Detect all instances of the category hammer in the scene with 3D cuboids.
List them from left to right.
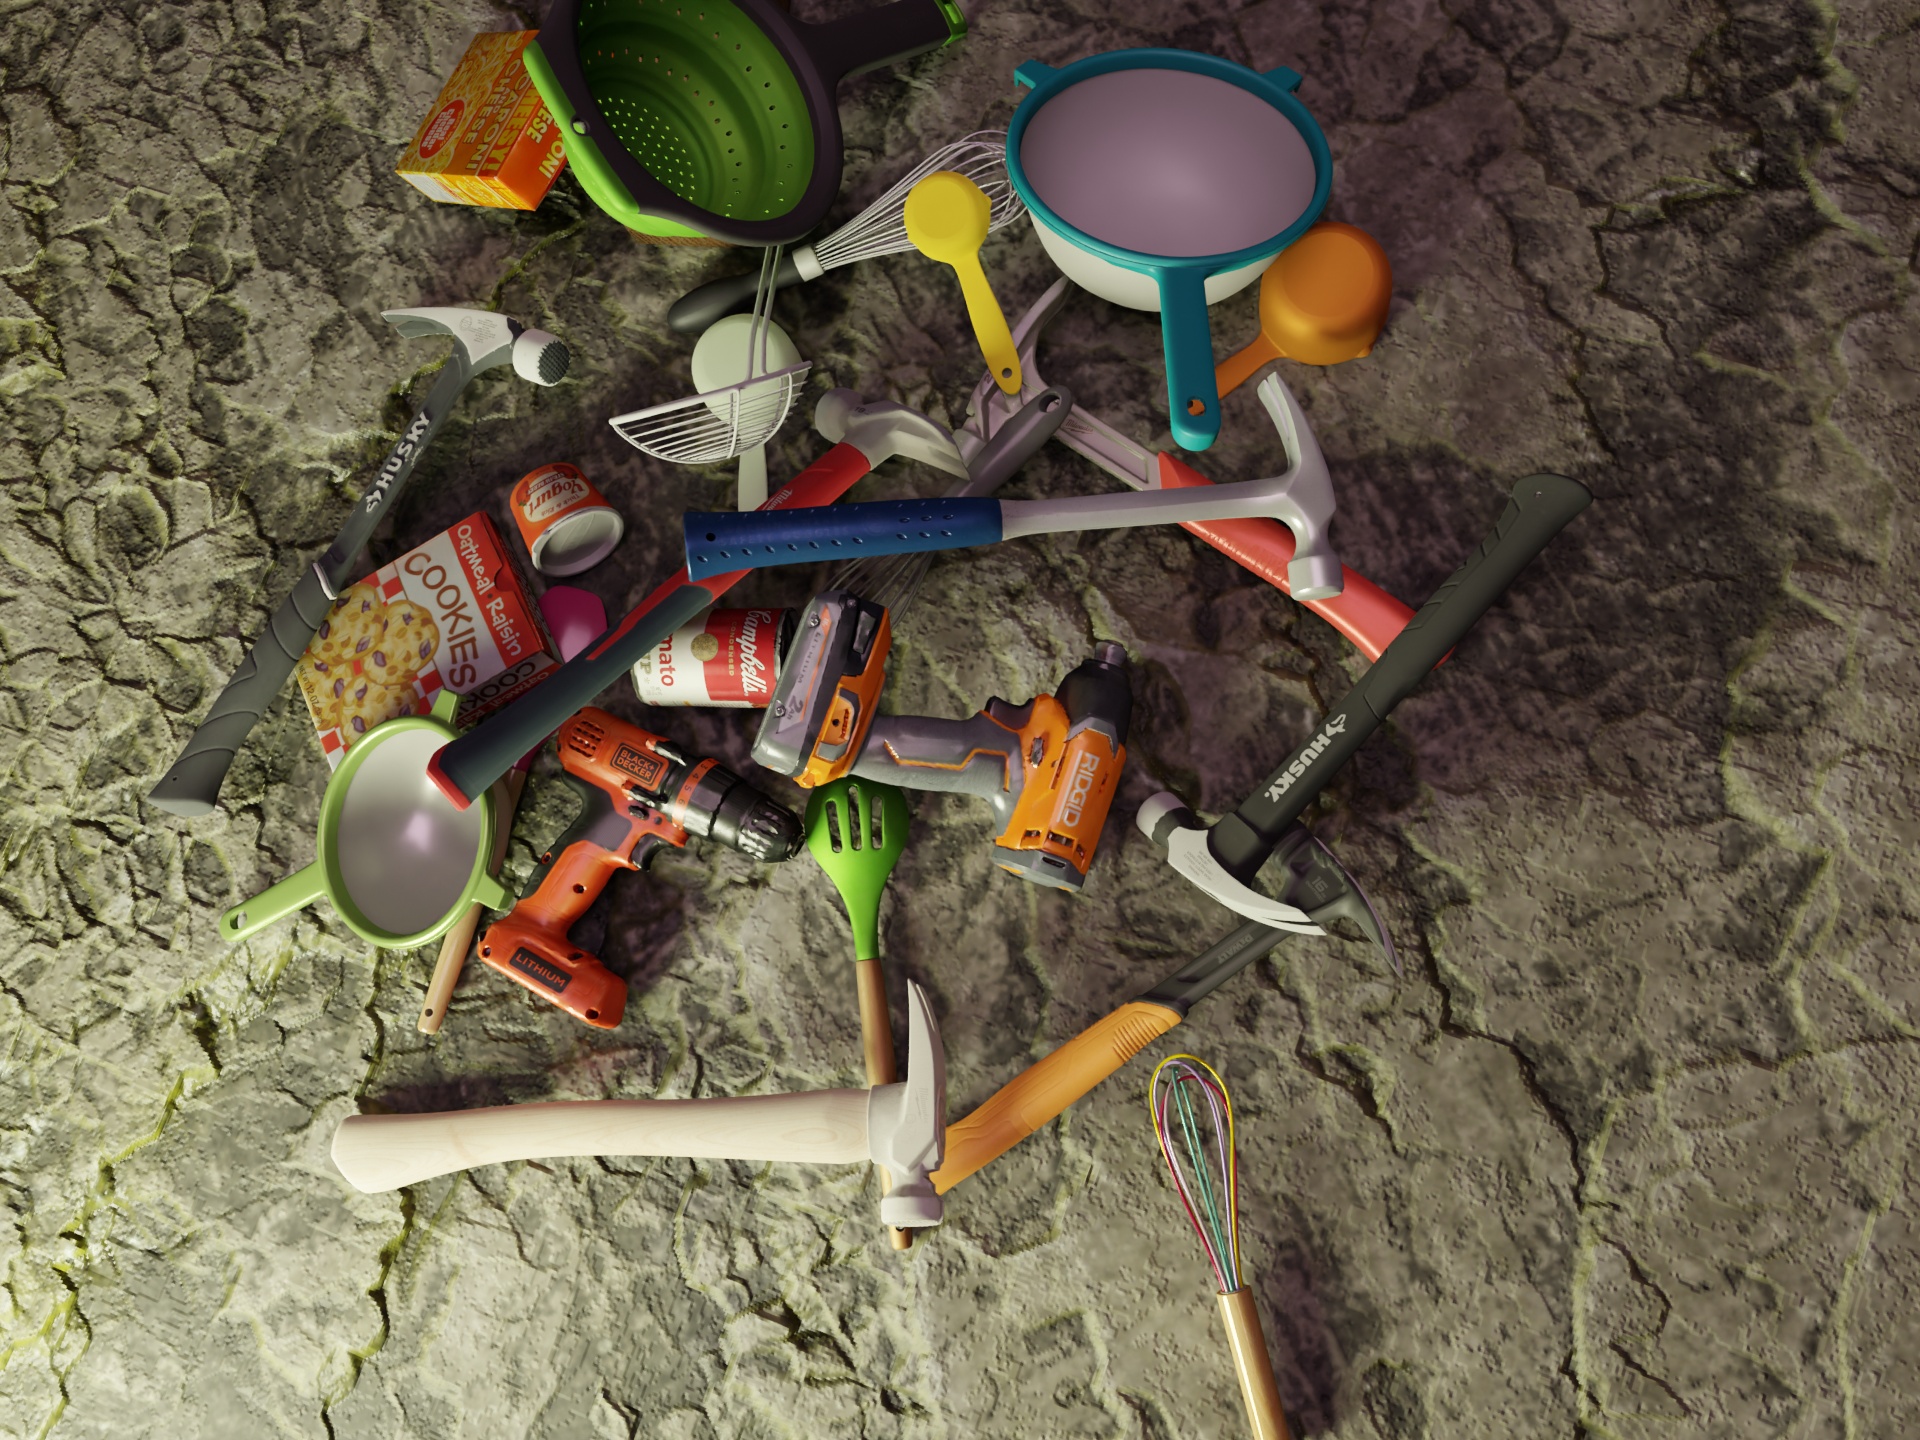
[{"bbox_3d":[-0.431,-0.115,1.094,0.149,0.036,0.409,23,77,23],"label":"hammer"},{"bbox_3d":[-0.210,0.250,1.014,0.410,0.038,0.146,-6,68,13],"label":"hammer"},{"bbox_3d":[-0.167,-0.074,1.006,0.386,0.038,0.143,-42,44,-17],"label":"hammer"},{"bbox_3d":[0.034,-0.130,0.981,0.405,0.035,0.144,-6,84,-8],"label":"hammer"},{"bbox_3d":[0.106,0.197,0.980,0.337,0.034,0.127,-36,40,3],"label":"hammer"},{"bbox_3d":[0.171,-0.146,1.053,0.359,0.036,0.149,34,92,11],"label":"hammer"},{"bbox_3d":[0.261,-0.017,0.969,0.335,0.035,0.146,-48,43,4],"label":"hammer"}]

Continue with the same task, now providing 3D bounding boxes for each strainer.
[{"bbox_3d":[-0.389,0.096,1.068,0.256,0.069,0.152,-26,72,23],"label":"strainer"},{"bbox_3d":[0.133,-0.288,1.025,0.211,0.095,0.341,1,60,-2],"label":"strainer"}]

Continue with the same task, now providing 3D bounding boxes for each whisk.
[{"bbox_3d":[-0.077,-0.335,1.117,0.284,0.070,0.070,-21,78,8],"label":"whisk"},{"bbox_3d":[-0.011,-0.131,1.053,0.239,0.055,0.055,-45,78,8],"label":"whisk"},{"bbox_3d":[0.164,0.325,0.971,0.047,0.051,0.245,-14,81,-1],"label":"whisk"}]

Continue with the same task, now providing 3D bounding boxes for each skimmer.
[{"bbox_3d":[-0.139,-0.306,1.035,0.127,0.090,0.364,-10,54,23],"label":"skimmer"}]

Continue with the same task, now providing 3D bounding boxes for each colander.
[{"bbox_3d":[-0.134,-0.411,1.047,0.397,0.094,0.204,-41,103,-43],"label":"colander"}]

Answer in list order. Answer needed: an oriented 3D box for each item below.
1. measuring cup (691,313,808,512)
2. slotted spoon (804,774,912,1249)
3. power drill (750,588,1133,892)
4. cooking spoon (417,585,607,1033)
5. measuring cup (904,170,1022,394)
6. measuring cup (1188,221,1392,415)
[{"bbox_3d":[-0.149,-0.204,1.106,0.083,0.038,0.168,-4,77,6],"label":"measuring cup"},{"bbox_3d":[-0.055,0.181,1.032,0.070,0.031,0.314,-7,81,-2],"label":"slotted spoon"},{"bbox_3d":[-0.002,-0.003,1.010,0.226,0.084,0.164,21,82,-9],"label":"power drill"},{"bbox_3d":[-0.313,0.058,1.090,0.069,0.017,0.319,15,81,10],"label":"cooking spoon"},{"bbox_3d":[0.007,-0.291,1.058,0.062,0.029,0.156,-21,86,12],"label":"measuring cup"},{"bbox_3d":[0.211,-0.263,1.064,0.173,0.052,0.095,-37,78,1],"label":"measuring cup"}]
